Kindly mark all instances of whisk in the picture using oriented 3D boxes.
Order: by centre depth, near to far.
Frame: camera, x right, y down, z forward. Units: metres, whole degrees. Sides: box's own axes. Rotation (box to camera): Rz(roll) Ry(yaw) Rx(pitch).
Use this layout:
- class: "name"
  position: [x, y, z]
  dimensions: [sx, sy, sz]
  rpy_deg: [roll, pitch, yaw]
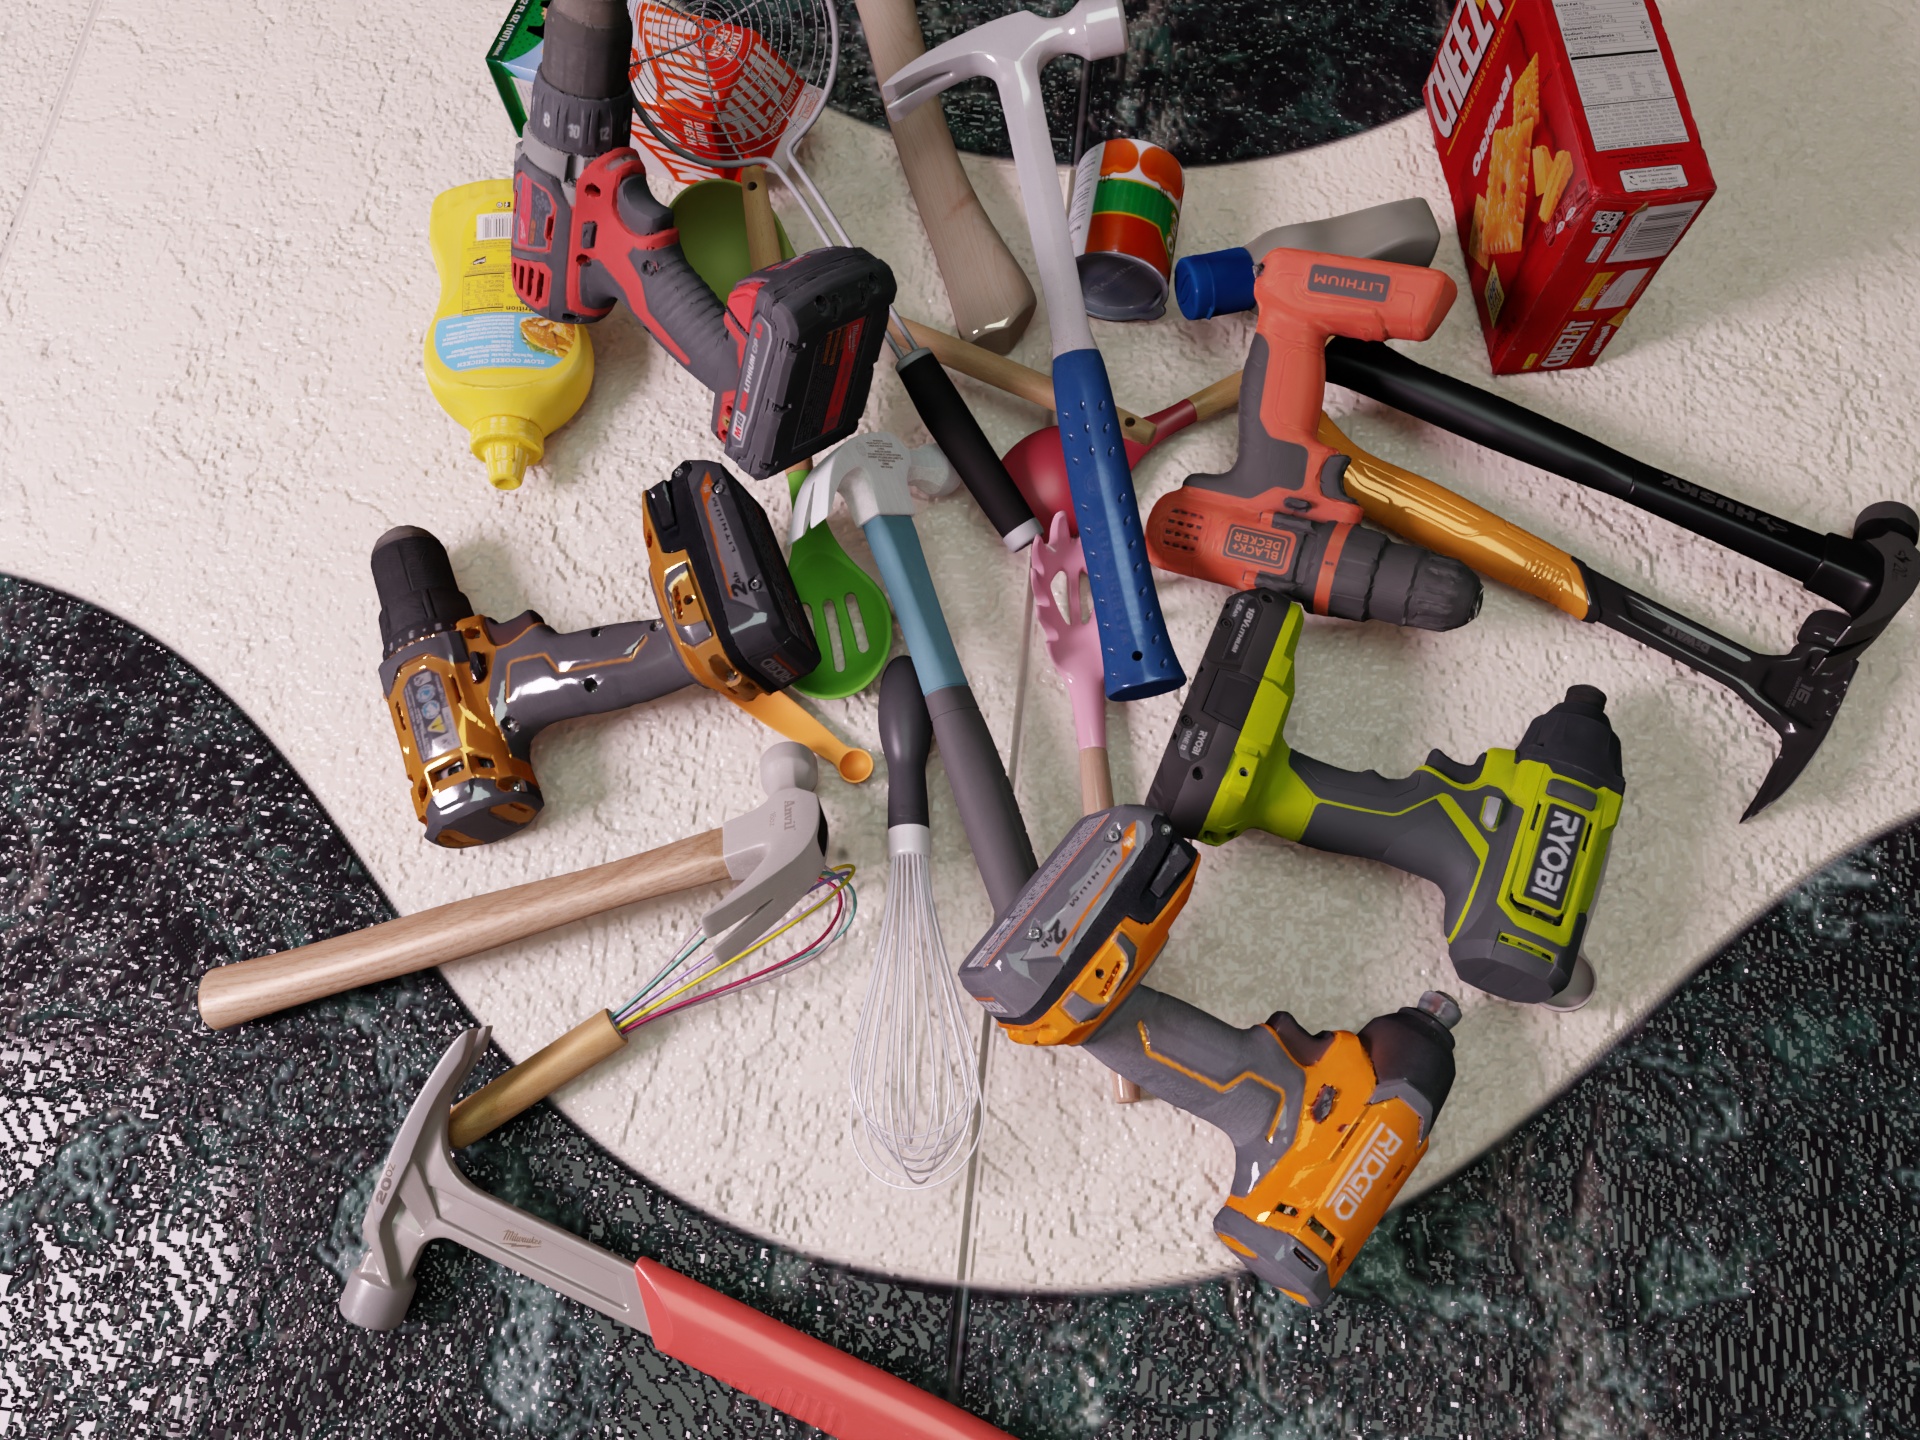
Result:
- class: "whisk"
  position: [-0.156, 0.143, 0.813]
  dimensions: [0.245, 0.051, 0.047]
  rpy_deg: [-33, 41, -5]
- class: "whisk"
  position: [-0.024, 0.094, 0.818]
  dimensions: [0.070, 0.070, 0.285]
  rpy_deg: [-2, 66, 1]

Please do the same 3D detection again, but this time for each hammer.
- class: "hammer"
  position: [-0.109, 0.281, 0.748]
  dimensions: [0.359, 0.036, 0.149]
  rpy_deg: [22, 87, 8]
- class: "hammer"
  position: [-0.227, 0.100, 0.811]
  dimensions: [0.331, 0.031, 0.130]
  rpy_deg: [-16, 34, 2]
- class: "hammer"
  position: [-0.001, -0.003, 0.838]
  dimensions: [0.128, 0.033, 0.331]
  rpy_deg: [-5, 71, -47]
- class: "hammer"
  position: [0.056, -0.207, 0.872]
  dimensions: [0.144, 0.035, 0.406]
  rpy_deg: [-12, 76, 7]
- class: "hammer"
  position: [0.352, -0.135, 0.873]
  dimensions: [0.335, 0.035, 0.146]
  rpy_deg: [27, 46, 14]
- class: "hammer"
  position: [0.316, -0.077, 0.878]
  dimensions: [0.337, 0.034, 0.127]
  rpy_deg: [30, 73, 12]
- class: "hammer"
  position: [-0.044, -0.406, 1.007]
  dimensions: [0.146, 0.038, 0.411]
  rpy_deg: [-15, 71, -2]

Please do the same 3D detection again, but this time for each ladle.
- class: "ladle"
  position: [-0.034, -0.229, 0.918]
  dimensions: [0.320, 0.062, 0.078]
  rpy_deg: [26, 85, 15]
- class: "ladle"
  position: [0.157, -0.190, 0.929]
  dimensions: [0.315, 0.031, 0.069]
  rpy_deg: [-27, 72, -10]

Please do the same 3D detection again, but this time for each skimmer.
- class: "skimmer"
  position: [-0.055, -0.255, 0.858]
  dimensions: [0.127, 0.090, 0.363]
  rpy_deg: [-32, 89, -11]

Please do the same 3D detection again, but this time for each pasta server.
- class: "pasta server"
  position: [0.074, 0.040, 0.841]
  dimensions: [0.060, 0.040, 0.316]
  rpy_deg: [-1, 71, -8]

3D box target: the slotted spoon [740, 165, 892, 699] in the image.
- class: "slotted spoon"
  position: [-0.092, -0.163, 0.893]
  dimensions: [0.070, 0.031, 0.314]
  rpy_deg: [-11, 83, 5]

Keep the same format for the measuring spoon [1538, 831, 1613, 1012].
- class: "measuring spoon"
  position: [0.321, 0.096, 0.827]
  dimensions: [0.034, 0.018, 0.124]
  rpy_deg: [11, 63, 25]

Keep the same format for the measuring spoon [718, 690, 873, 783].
- class: "measuring spoon"
  position: [-0.095, 0.000, 0.877]
  dimensions: [0.117, 0.011, 0.021]
  rpy_deg: [34, 76, 16]

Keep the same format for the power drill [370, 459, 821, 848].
- class: "power drill"
  position: [-0.208, -0.057, 0.852]
  dimensions: [0.226, 0.084, 0.185]
  rpy_deg: [-25, 70, 7]

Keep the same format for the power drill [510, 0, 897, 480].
- class: "power drill"
  position: [-0.144, -0.253, 0.822]
  dimensions: [0.227, 0.187, 0.080]
  rpy_deg: [39, 47, 17]

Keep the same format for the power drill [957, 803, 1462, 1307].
- class: "power drill"
  position: [0.130, 0.143, 0.758]
  dimensions: [0.226, 0.084, 0.164]
  rpy_deg: [42, 74, -4]

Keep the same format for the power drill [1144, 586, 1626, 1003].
- class: "power drill"
  position: [0.223, 0.025, 0.821]
  dimensions: [0.223, 0.080, 0.171]
  rpy_deg: [22, 68, 7]
